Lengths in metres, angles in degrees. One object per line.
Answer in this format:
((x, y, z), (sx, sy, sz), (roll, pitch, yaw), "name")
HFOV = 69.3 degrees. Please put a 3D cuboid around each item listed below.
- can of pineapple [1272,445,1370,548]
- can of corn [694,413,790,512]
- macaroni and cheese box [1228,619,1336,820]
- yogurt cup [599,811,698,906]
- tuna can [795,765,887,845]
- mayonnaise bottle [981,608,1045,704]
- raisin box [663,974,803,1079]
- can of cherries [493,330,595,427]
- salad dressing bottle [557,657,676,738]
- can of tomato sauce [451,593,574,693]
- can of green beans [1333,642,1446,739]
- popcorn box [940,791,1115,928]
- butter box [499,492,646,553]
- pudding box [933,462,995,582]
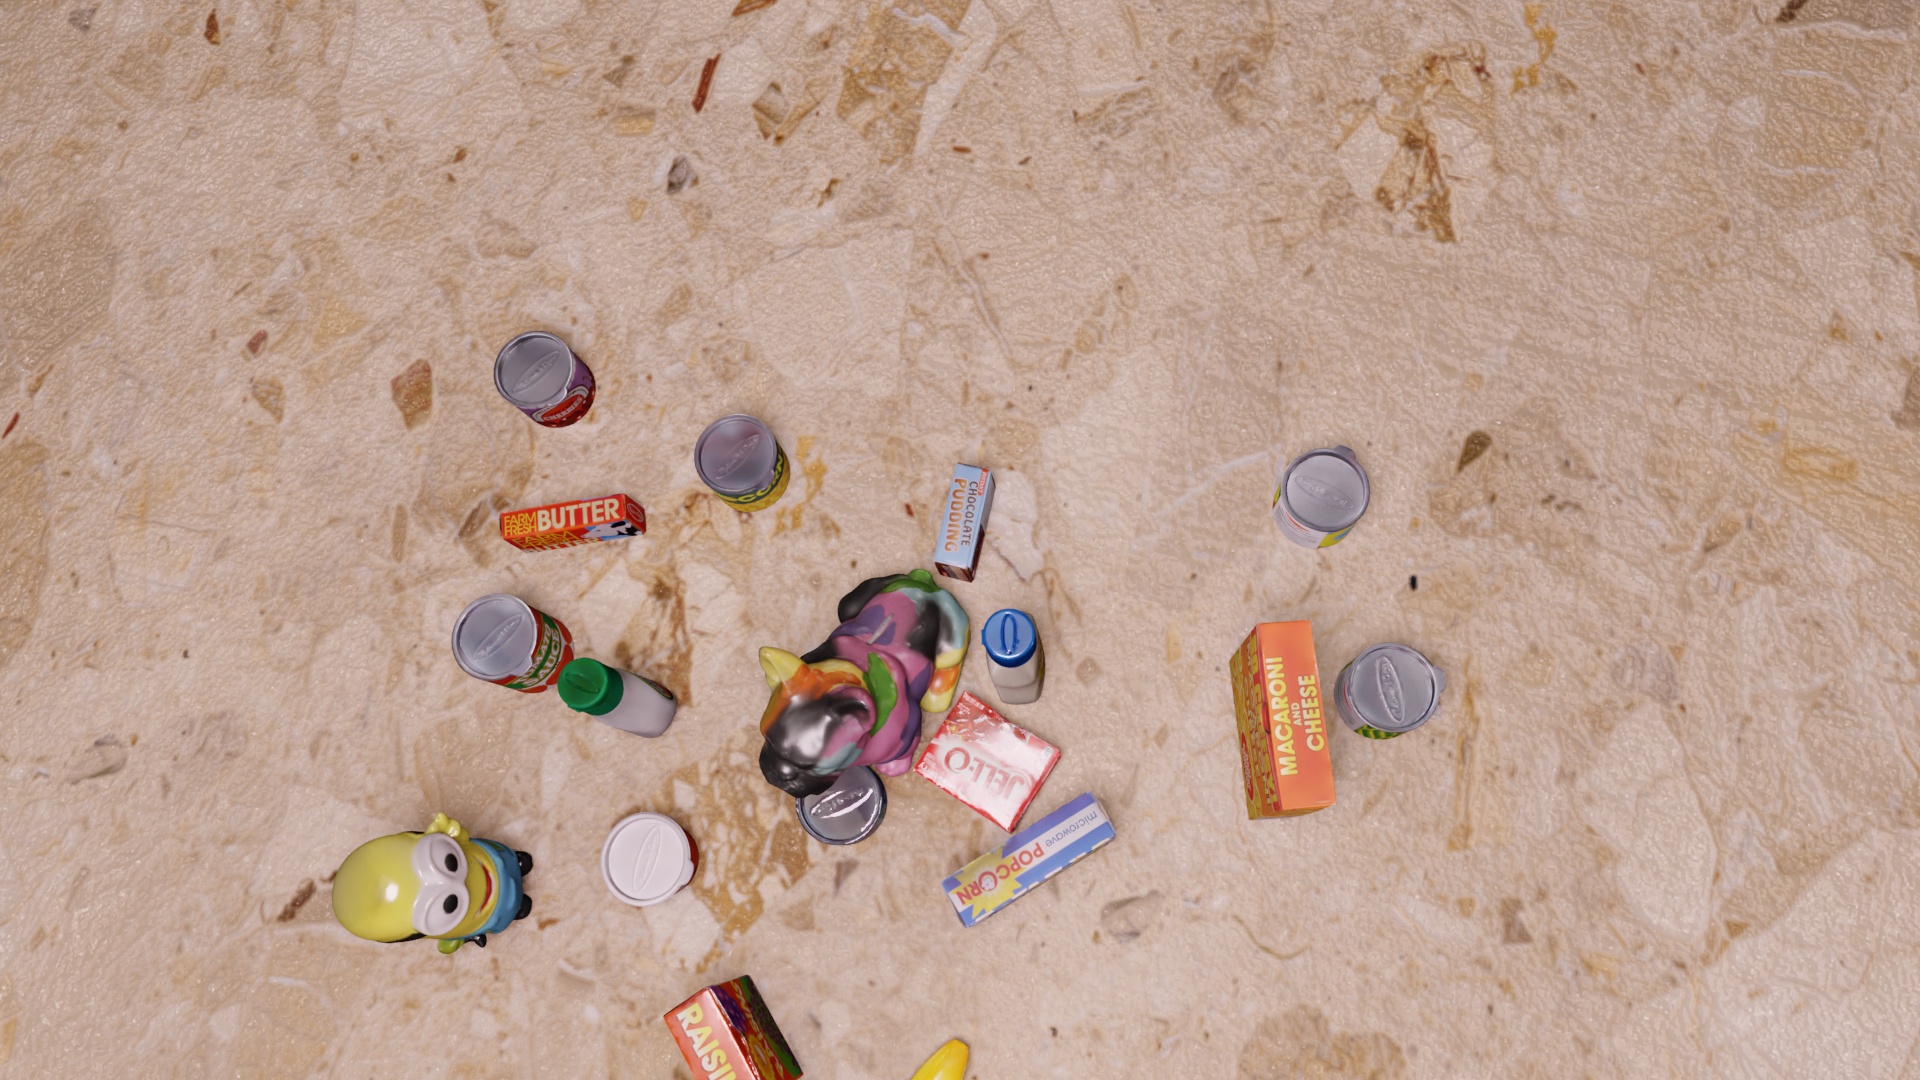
((0.278, -0.033, 1.070), (0.071, 0.057, 0.071), (-1, 76, 5), "can of pineapple")
((-0.172, -0.059, 1.115), (0.071, 0.058, 0.071), (-1, 76, 5), "can of corn")
((0.222, 0.131, 0.977), (0.040, 0.166, 0.124), (-6, 76, 4), "macaroni and cheese box")
((-0.230, 0.240, 1.046), (0.072, 0.054, 0.072), (-1, 76, 5), "yogurt cup")
((-0.091, 0.196, 1.056), (0.071, 0.032, 0.071), (-1, 76, 5), "tuna can")
((0.040, 0.081, 1.015), (0.041, 0.148, 0.065), (-2, 76, 5), "mayonnaise bottle")
((-0.157, 0.355, 0.974), (0.040, 0.123, 0.086), (-31, 76, -3), "raisin box")
((-0.341, -0.130, 1.148), (0.071, 0.058, 0.071), (-1, 76, 5), "can of cherries")
((-0.255, 0.116, 1.032), (0.064, 0.147, 0.044), (24, 80, 10), "salad dressing bottle")
((-0.345, 0.083, 1.081), (0.071, 0.083, 0.071), (-1, 76, 5), "can of tomato sauce")
((0.315, 0.113, 1.030), (0.071, 0.057, 0.071), (-1, 76, 5), "can of green beans")
((0.051, 0.232, 1.008), (0.127, 0.085, 0.038), (-31, 76, -3), "popcorn box")
((-0.311, -0.013, 1.118), (0.103, 0.053, 0.024), (-9, 76, 3), "butter box")
((0.004, -0.014, 1.093), (0.030, 0.049, 0.084), (11, 77, 8), "pudding box")
